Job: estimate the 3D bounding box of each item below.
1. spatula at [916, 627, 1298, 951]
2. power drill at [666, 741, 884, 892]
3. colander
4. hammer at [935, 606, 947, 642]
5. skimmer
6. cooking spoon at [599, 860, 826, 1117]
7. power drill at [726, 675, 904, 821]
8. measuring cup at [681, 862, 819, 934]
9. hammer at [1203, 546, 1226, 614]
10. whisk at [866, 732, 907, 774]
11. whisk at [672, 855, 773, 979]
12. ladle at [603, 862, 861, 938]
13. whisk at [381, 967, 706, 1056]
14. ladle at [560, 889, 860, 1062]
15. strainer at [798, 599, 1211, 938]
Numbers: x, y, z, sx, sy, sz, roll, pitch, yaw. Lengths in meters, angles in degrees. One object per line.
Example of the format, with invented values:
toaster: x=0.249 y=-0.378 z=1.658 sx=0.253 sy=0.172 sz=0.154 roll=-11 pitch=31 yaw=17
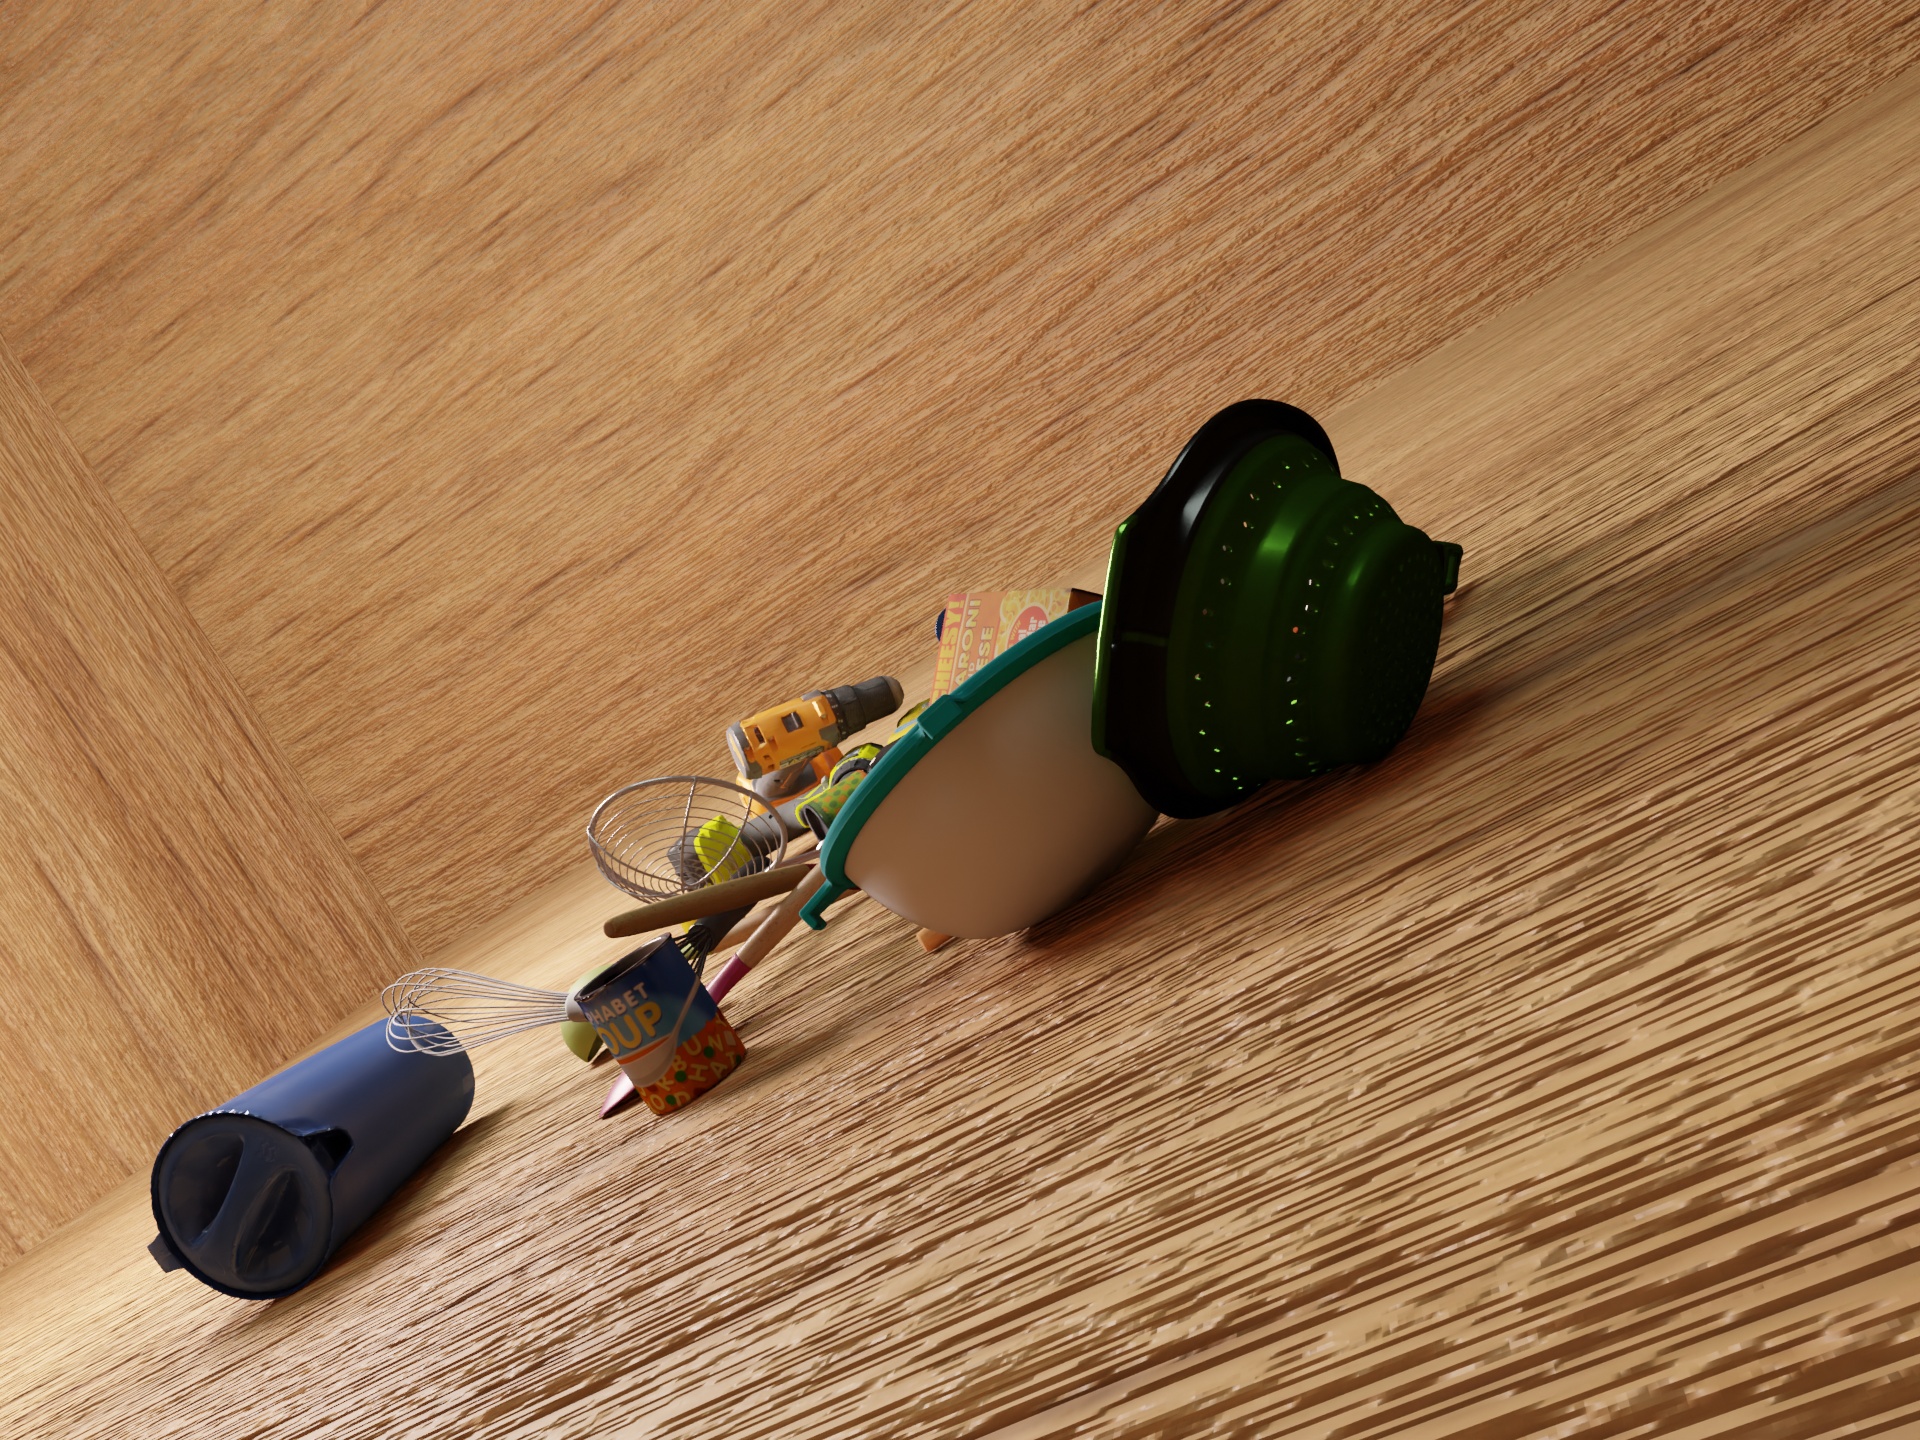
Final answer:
spatula: x=0.103 y=0.029 z=0.929 sx=0.322 sy=0.041 sz=0.081 roll=-35 pitch=23 yaw=-13
power drill: x=-0.165 y=0.101 z=1.552 sx=0.228 sy=0.080 sz=0.190 roll=-29 pitch=5 yaw=4
colander: x=0.212 y=-0.055 z=0.806 sx=0.094 sy=0.204 sz=0.397 roll=16 pitch=18 yaw=35
hammer: x=0.056 y=-0.061 z=1.407 sx=0.144 sy=0.035 sz=0.405 roll=-33 pitch=-12 yaw=14
skimmer: x=-0.131 y=0.074 z=1.155 sx=0.127 sy=0.090 sz=0.363 roll=-26 pitch=-6 yaw=20
cooking spoon: x=-0.119 y=0.133 z=1.007 sx=0.319 sy=0.017 sz=0.069 roll=-46 pitch=4 yaw=2
power drill: x=-0.154 y=0.031 z=1.689 sx=0.185 sy=0.084 sz=0.226 roll=-23 pitch=-18 yaw=-15
measuring cup: x=-0.170 y=0.158 z=1.400 sx=0.156 sy=0.029 sz=0.062 roll=-20 pitch=6 yaw=-2
hammer: x=0.150 y=-0.063 z=1.100 sx=0.149 sy=0.037 sz=0.359 roll=-35 pitch=-6 yaw=-11
whisk: x=-0.002 y=-0.004 z=1.260 sx=0.073 sy=0.073 sz=0.296 roll=-36 pitch=0 yaw=-37
whisk: x=-0.182 y=0.149 z=1.110 sx=0.055 sy=0.055 sz=0.239 roll=-29 pitch=9 yaw=24
ladle: x=-0.117 y=0.105 z=1.026 sx=0.069 sy=0.031 sz=0.315 roll=-44 pitch=-18 yaw=26
whisk: x=-0.300 y=0.209 z=1.153 sx=0.284 sy=0.070 sz=0.070 roll=-6 pitch=16 yaw=21
ladle: x=-0.158 y=0.168 z=1.189 sx=0.320 sy=0.062 sz=0.078 roll=-24 pitch=6 yaw=7
strainer: x=0.083 y=0.021 z=0.842 sx=0.340 sy=0.095 sz=0.211 roll=-26 pitch=-21 yaw=-39
